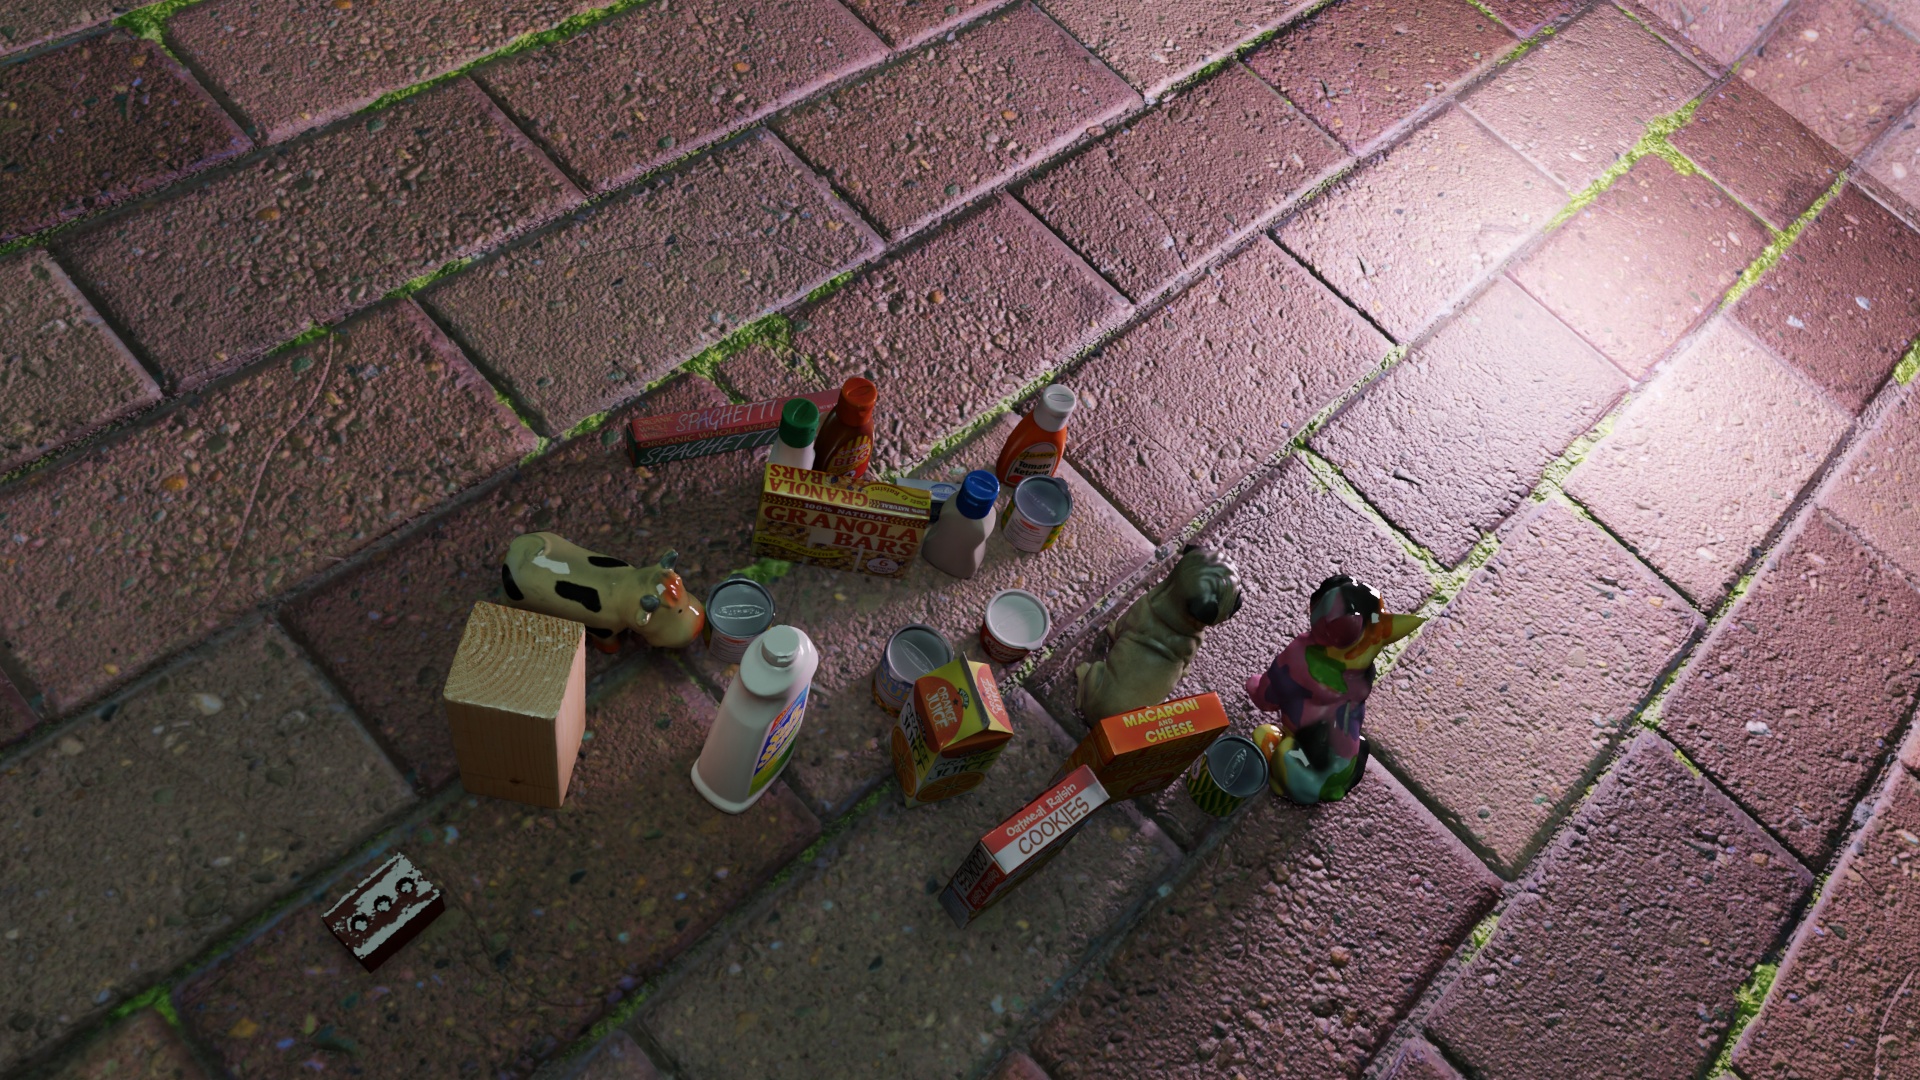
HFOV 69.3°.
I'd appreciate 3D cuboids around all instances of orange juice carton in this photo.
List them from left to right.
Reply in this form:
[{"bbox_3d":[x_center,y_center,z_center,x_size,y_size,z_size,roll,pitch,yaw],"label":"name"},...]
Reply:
[{"bbox_3d":[-0.008,0.173,1.271,0.073,0.191,0.072,-9,63,-20],"label":"orange juice carton"}]

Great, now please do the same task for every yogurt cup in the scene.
[{"bbox_3d":[0.052,0.091,1.422,0.072,0.053,0.073,7,58,-11],"label":"yogurt cup"}]

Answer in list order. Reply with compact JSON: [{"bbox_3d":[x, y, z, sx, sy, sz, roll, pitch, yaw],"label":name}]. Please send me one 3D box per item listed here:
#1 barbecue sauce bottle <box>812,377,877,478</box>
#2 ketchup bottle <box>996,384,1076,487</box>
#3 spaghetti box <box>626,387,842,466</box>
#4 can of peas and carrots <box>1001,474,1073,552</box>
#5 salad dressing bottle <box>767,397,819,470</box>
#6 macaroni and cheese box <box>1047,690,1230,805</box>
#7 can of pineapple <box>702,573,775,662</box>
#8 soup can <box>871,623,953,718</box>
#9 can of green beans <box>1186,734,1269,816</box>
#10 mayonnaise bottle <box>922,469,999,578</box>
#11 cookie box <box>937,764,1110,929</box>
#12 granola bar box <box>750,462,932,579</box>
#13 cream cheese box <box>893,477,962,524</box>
[{"bbox_3d":[-0.118,-0.112,1.443,0.065,0.147,0.044,-21,67,-25],"label":"barbecue sauce bottle"},{"bbox_3d":[0.086,-0.112,1.499,0.065,0.148,0.044,3,59,-13],"label":"ketchup bottle"},{"bbox_3d":[-0.229,-0.122,1.478,0.251,0.050,0.029,-12,63,-22],"label":"spaghetti box"},{"bbox_3d":[0.083,-0.031,1.502,0.071,0.058,0.071,7,58,-11],"label":"can of peas and carrots"},{"bbox_3d":[-0.171,-0.089,1.414,0.044,0.147,0.064,29,56,3],"label":"salad dressing bottle"},{"bbox_3d":[0.165,0.203,1.316,0.124,0.165,0.040,-11,63,-21],"label":"macaroni and cheese box"},{"bbox_3d":[-0.216,0.077,1.354,0.071,0.057,0.071,7,58,-11],"label":"can of pineapple"},{"bbox_3d":[-0.050,0.130,1.352,0.071,0.083,0.071,7,58,-11],"label":"soup can"},{"bbox_3d":[0.267,0.235,1.389,0.071,0.057,0.071,7,58,-11],"label":"can of green beans"},{"bbox_3d":[0.005,-0.018,1.419,0.065,0.147,0.041,28,56,2],"label":"mayonnaise bottle"},{"bbox_3d":[0.054,0.274,1.241,0.123,0.166,0.040,-31,71,-29],"label":"cookie box"},{"bbox_3d":[-0.122,-0.017,1.398,0.166,0.123,0.039,9,58,-10],"label":"granola bar box"},{"bbox_3d":[-0.024,-0.040,1.481,0.104,0.053,0.024,5,58,-12],"label":"cream cheese box"}]
